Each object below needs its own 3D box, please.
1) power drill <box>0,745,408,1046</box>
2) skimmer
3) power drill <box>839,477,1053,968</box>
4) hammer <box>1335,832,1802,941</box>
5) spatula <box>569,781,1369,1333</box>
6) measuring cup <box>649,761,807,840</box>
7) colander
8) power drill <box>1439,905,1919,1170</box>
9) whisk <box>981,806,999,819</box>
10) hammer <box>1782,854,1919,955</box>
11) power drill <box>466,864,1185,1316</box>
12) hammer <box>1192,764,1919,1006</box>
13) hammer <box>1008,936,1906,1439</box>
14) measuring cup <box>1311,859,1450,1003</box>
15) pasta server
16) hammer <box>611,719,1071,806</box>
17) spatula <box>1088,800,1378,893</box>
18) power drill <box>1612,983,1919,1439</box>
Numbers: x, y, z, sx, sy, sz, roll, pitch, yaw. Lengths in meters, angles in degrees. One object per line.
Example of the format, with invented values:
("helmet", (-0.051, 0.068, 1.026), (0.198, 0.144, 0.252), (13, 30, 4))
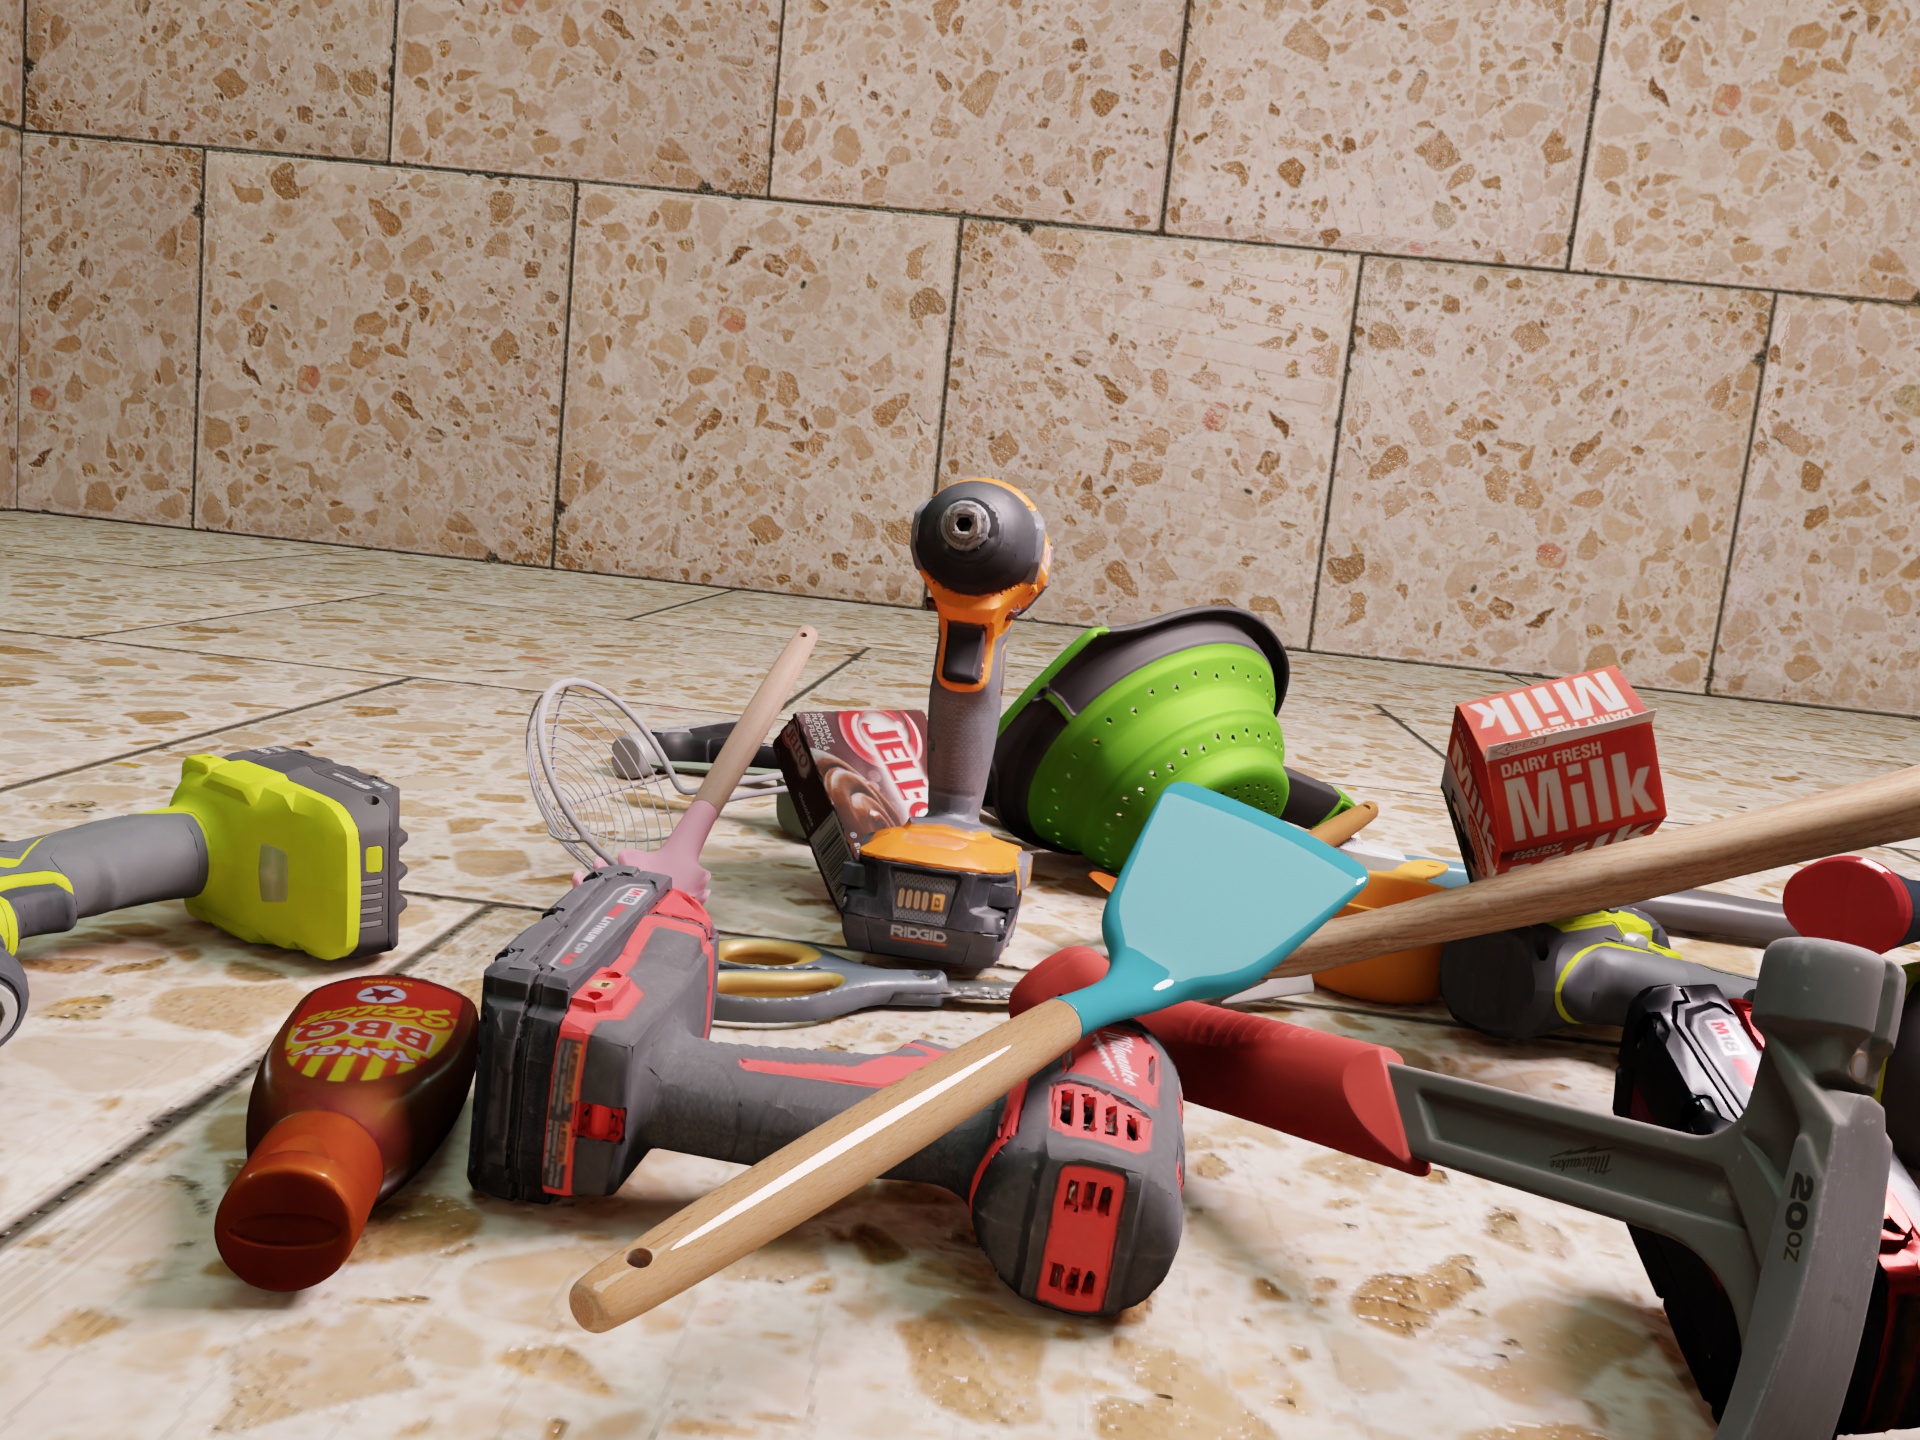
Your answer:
("power drill", (-0.341, 0.071, 0.629), (0.191, 0.080, 0.228), (12, 13, 35))
("skimmer", (-0.076, 0.020, 0.932), (0.363, 0.127, 0.090), (-8, -27, -30))
("power drill", (-0.001, -0.002, 0.759), (0.084, 0.226, 0.164), (8, -1, 6))
("hammer", (0.396, 0.110, 1.005), (0.331, 0.033, 0.128), (7, 8, 9))
("spatula", (0.016, 0.086, 0.459), (0.082, 0.044, 0.317), (27, 26, 30))
("measuring cup", (-0.124, 0.051, 1.028), (0.167, 0.038, 0.083), (6, 9, 13))
("colander", (0.179, 0.054, 1.022), (0.396, 0.204, 0.095), (19, 30, -49))
("power drill", (0.359, 0.129, 0.724), (0.171, 0.080, 0.223), (1, 7, -42))
("whisk", (0.001, 0.041, 1.149), (0.055, 0.055, 0.239), (-1, 15, -38))
("hammer", (0.455, 0.085, 0.681), (0.143, 0.038, 0.386), (9, 1, 44))
("power drill", (-0.035, 0.116, 0.524), (0.219, 0.078, 0.143), (11, 15, 6))
("hammer", (0.237, 0.076, 0.675), (0.331, 0.031, 0.130), (-17, -15, 19))
("hammer", (0.115, 0.129, 0.517), (0.036, 0.149, 0.359), (26, -13, -25))
("measuring cup", (0.233, 0.108, 0.849), (0.095, 0.052, 0.173), (10, 8, 28))
("pasta server", (-0.124, 0.026, 0.829), (0.060, 0.040, 0.316), (16, 35, 4))
("hammer", (-0.071, 0.034, 1.115), (0.335, 0.035, 0.146), (6, 8, 29))
("spatula", (0.179, 0.083, 0.918), (0.081, 0.041, 0.322), (35, 30, 25))
("power drill", (0.315, 0.120, 0.465), (0.226, 0.080, 0.188), (-4, 28, 5))
